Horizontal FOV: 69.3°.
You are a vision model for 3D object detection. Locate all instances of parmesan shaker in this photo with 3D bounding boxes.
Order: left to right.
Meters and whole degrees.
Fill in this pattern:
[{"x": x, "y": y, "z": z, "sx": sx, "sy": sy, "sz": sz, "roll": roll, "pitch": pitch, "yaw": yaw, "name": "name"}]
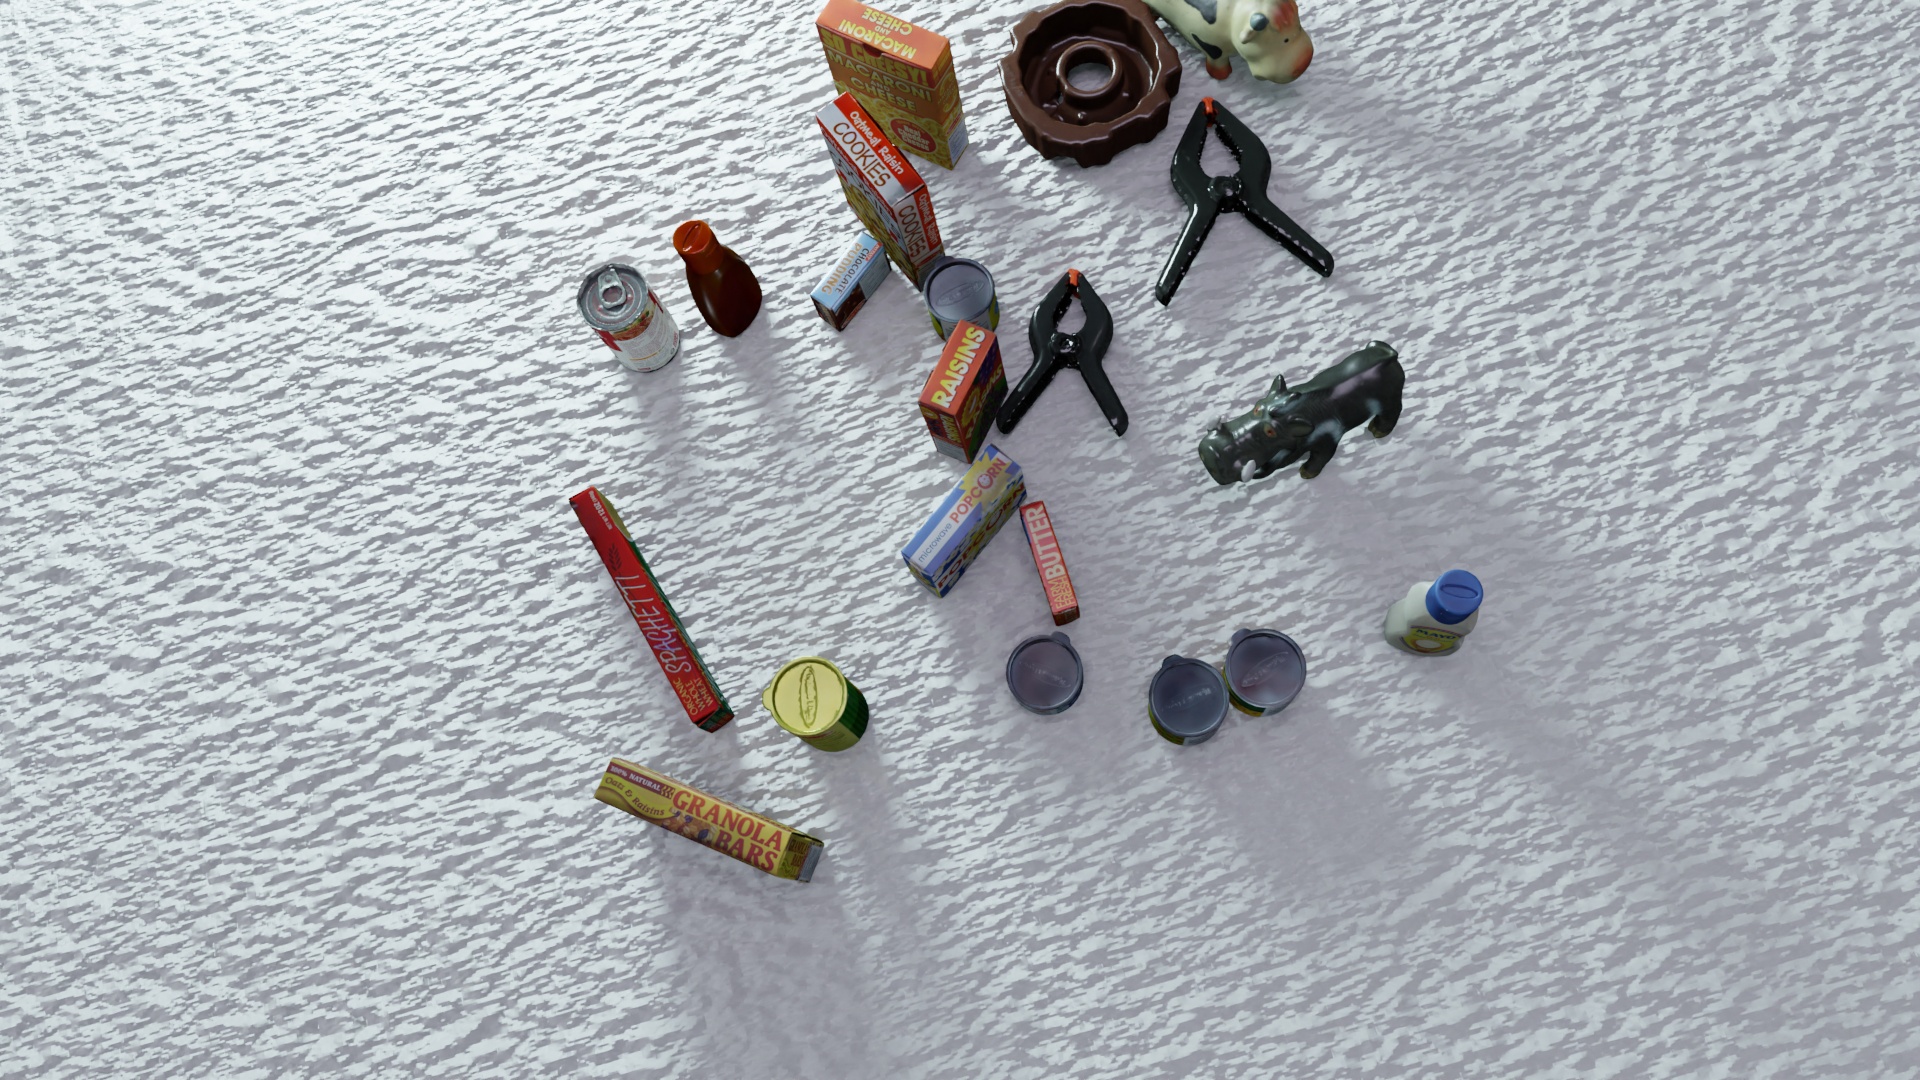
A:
[{"x": -0.121, "y": 0.140, "z": 1.181, "sx": 0.071, "sy": 0.103, "sz": 0.071, "roll": -2, "pitch": 74, "yaw": 6, "name": "parmesan shaker"}]

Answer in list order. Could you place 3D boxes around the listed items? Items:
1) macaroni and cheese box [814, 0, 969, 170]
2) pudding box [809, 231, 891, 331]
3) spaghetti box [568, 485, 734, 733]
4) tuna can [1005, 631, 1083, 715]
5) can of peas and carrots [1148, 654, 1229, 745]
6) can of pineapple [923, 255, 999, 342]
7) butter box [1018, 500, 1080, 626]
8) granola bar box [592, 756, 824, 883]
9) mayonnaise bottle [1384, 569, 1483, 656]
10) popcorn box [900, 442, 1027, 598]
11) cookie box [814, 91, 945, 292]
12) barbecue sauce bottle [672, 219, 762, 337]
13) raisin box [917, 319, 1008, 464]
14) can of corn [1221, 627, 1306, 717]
[{"x": -0.061, "y": -0.429, "z": 1.312, "sx": 0.124, "sy": 0.166, "sz": 0.040, "roll": 27, "pitch": 79, "yaw": 13, "name": "macaroni and cheese box"}, {"x": -0.104, "y": -0.246, "z": 1.323, "sx": 0.030, "sy": 0.049, "sz": 0.084, "roll": 34, "pitch": 80, "yaw": 15, "name": "pudding box"}, {"x": -0.279, "y": 0.061, "z": 1.250, "sx": 0.029, "sy": 0.050, "sz": 0.250, "roll": -33, "pitch": 72, "yaw": -3, "name": "spaghetti box"}, {"x": 0.075, "y": 0.115, "z": 1.203, "sx": 0.071, "sy": 0.032, "sz": 0.071, "roll": -2, "pitch": 73, "yaw": 6, "name": "tuna can"}, {"x": 0.190, "y": 0.135, "z": 1.170, "sx": 0.071, "sy": 0.058, "sz": 0.071, "roll": -2, "pitch": 73, "yaw": 6, "name": "can of peas and carrots"}, {"x": 0.002, "y": -0.224, "z": 1.300, "sx": 0.071, "sy": 0.057, "sz": 0.071, "roll": -2, "pitch": 73, "yaw": 6, "name": "can of pineapple"}, {"x": 0.078, "y": 0.020, "z": 1.220, "sx": 0.024, "sy": 0.053, "sz": 0.104, "roll": -18, "pitch": 72, "yaw": 1, "name": "butter box"}, {"x": -0.204, "y": 0.232, "z": 1.151, "sx": 0.166, "sy": 0.124, "sz": 0.039, "roll": 20, "pitch": 77, "yaw": 12, "name": "granola bar box"}, {"x": 0.386, "y": 0.059, "z": 1.123, "sx": 0.065, "sy": 0.147, "sz": 0.041, "roll": 11, "pitch": 76, "yaw": 10, "name": "mayonnaise bottle"}, {"x": 0.004, "y": -0.015, "z": 1.222, "sx": 0.038, "sy": 0.085, "sz": 0.127, "roll": 37, "pitch": 81, "yaw": 15, "name": "popcorn box"}, {"x": -0.069, "y": -0.318, "z": 1.279, "sx": 0.040, "sy": 0.167, "sz": 0.123, "roll": -36, "pitch": 73, "yaw": -4, "name": "cookie box"}, {"x": -0.226, "y": -0.245, "z": 1.285, "sx": 0.044, "sy": 0.148, "sz": 0.065, "roll": 25, "pitch": 78, "yaw": 13, "name": "barbecue sauce bottle"}, {"x": 0.004, "y": -0.131, "z": 1.237, "sx": 0.040, "sy": 0.123, "sz": 0.086, "roll": 24, "pitch": 78, "yaw": 13, "name": "raisin box"}, {"x": 0.253, "y": 0.110, "z": 1.170, "sx": 0.071, "sy": 0.058, "sz": 0.071, "roll": -2, "pitch": 73, "yaw": 6, "name": "can of corn"}]
